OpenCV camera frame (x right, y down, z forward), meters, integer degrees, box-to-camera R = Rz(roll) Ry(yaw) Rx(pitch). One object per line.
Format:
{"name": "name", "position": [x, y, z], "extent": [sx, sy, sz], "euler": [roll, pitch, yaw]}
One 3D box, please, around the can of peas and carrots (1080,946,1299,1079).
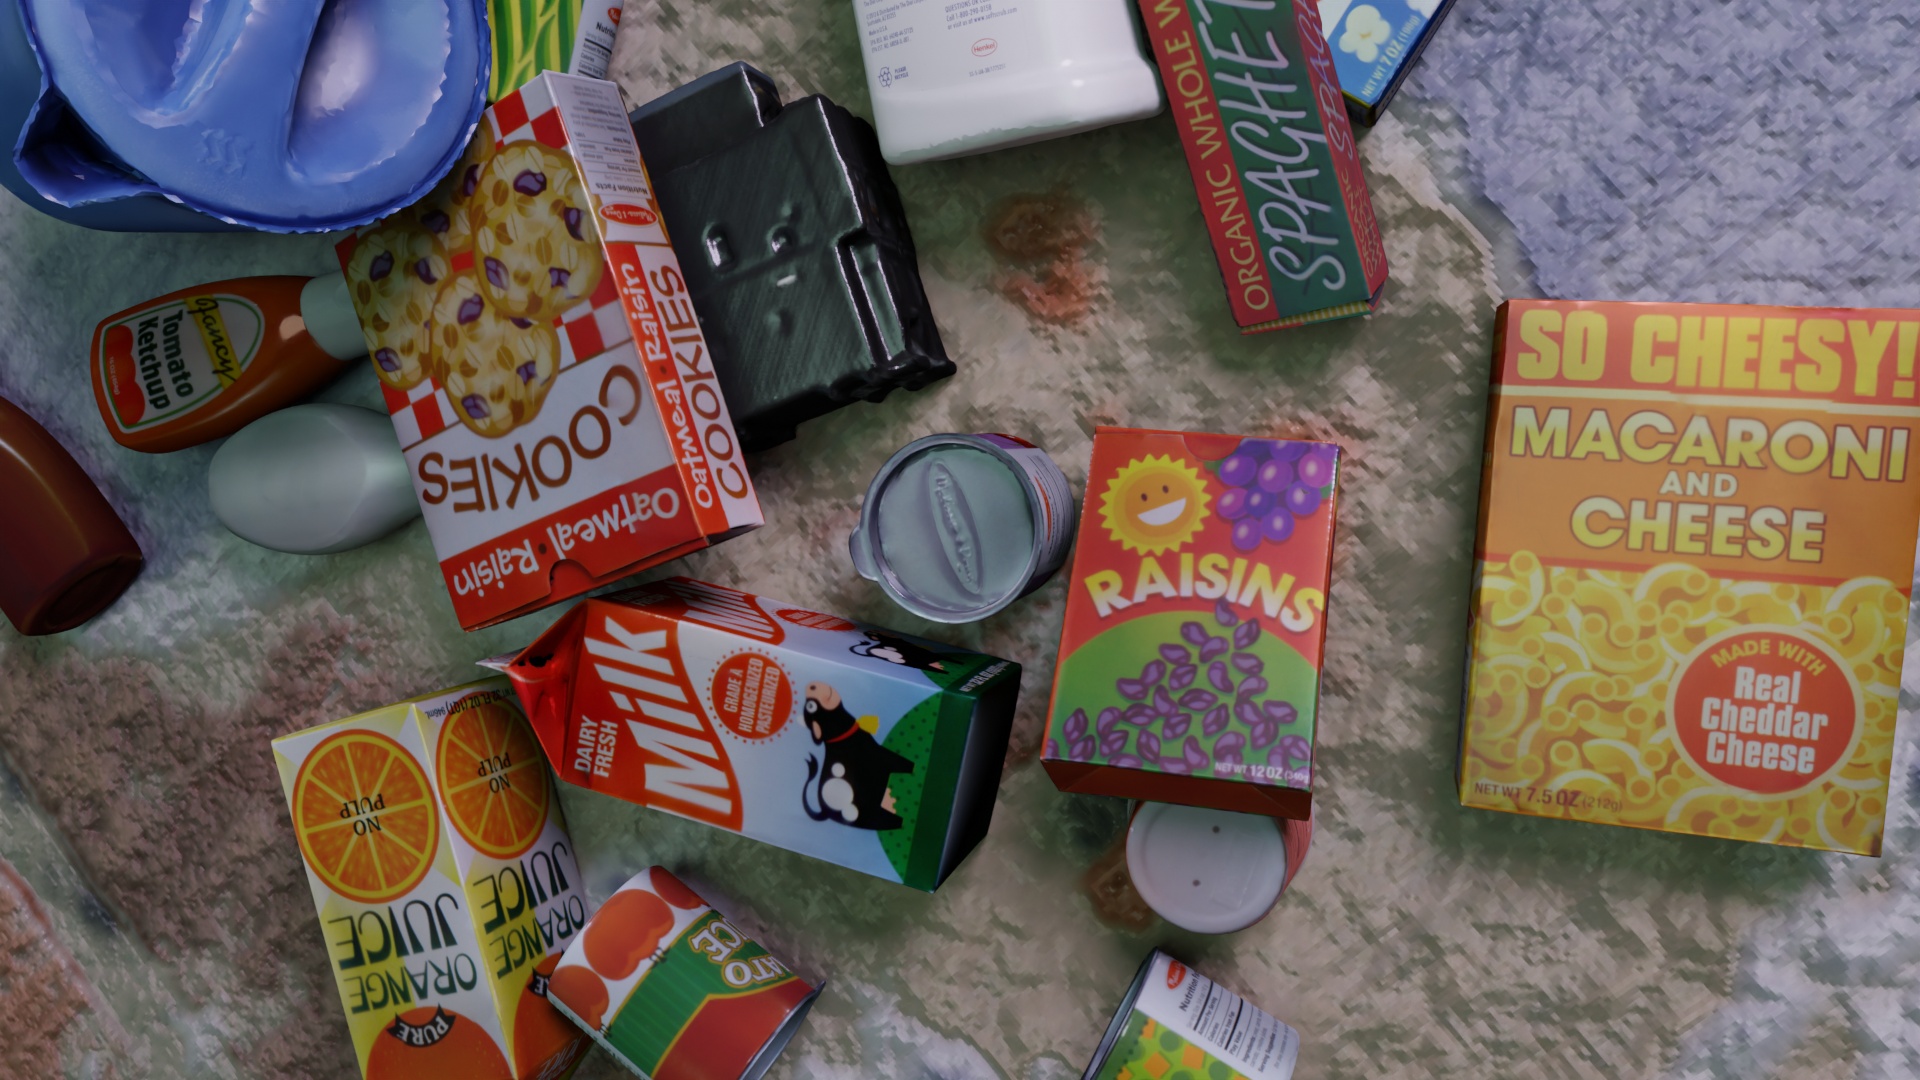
{"name": "can of peas and carrots", "position": [0.078, 0.190, 0.492], "extent": [0.059, 0.071, 0.071], "euler": [28, 101, 12]}

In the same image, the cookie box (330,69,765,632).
{"name": "cookie box", "position": [-0.153, -0.063, 0.500], "extent": [0.122, 0.040, 0.167], "euler": [-19, 89, 29]}

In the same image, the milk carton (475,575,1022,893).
{"name": "milk carton", "position": [-0.081, 0.063, 0.526], "extent": [0.191, 0.072, 0.073], "euler": [13, 98, 15]}

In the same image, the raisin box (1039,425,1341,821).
{"name": "raisin box", "position": [0.079, 0.025, 0.466], "extent": [0.086, 0.040, 0.124], "euler": [4, 64, 17]}

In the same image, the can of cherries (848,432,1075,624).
{"name": "can of cherries", "position": [0.002, -0.006, 0.505], "extent": [0.071, 0.058, 0.071], "euler": [1, 95, 16]}

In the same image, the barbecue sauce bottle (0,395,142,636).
{"name": "barbecue sauce bottle", "position": [-0.442, -0.031, 0.639], "extent": [0.064, 0.044, 0.148], "euler": [-41, 82, 15]}

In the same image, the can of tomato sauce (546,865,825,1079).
{"name": "can of tomato sauce", "position": [-0.107, 0.177, 0.545], "extent": [0.083, 0.071, 0.071], "euler": [35, 102, 12]}

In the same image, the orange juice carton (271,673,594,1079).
{"name": "orange juice carton", "position": [-0.203, 0.158, 0.567], "extent": [0.073, 0.072, 0.192], "euler": [-16, 89, 17]}

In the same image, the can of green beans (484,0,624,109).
{"name": "can of green beans", "position": [-0.169, -0.194, 0.537], "extent": [0.071, 0.071, 0.057], "euler": [18, 99, 14]}

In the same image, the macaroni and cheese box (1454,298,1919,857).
{"name": "macaroni and cheese box", "position": [0.231, 0.008, 0.449], "extent": [0.124, 0.040, 0.166], "euler": [5, 95, 16]}

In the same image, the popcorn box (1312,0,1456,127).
{"name": "popcorn box", "position": [0.136, -0.215, 0.462], "extent": [0.085, 0.038, 0.126], "euler": [34, 102, 11]}

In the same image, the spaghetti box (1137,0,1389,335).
{"name": "spaghetti box", "position": [0.078, -0.187, 0.436], "extent": [0.050, 0.029, 0.249], "euler": [-8, 113, 35]}

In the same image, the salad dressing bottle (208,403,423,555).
{"name": "salad dressing bottle", "position": [-0.238, -0.029, 0.580], "extent": [0.147, 0.044, 0.064], "euler": [-6, 92, 15]}

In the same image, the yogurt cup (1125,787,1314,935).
{"name": "yogurt cup", "position": [0.089, 0.103, 0.489], "extent": [0.072, 0.054, 0.072], "euler": [1, 95, 15]}

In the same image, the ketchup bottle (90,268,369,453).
{"name": "ketchup bottle", "position": [-0.298, -0.084, 0.593], "extent": [0.149, 0.043, 0.065], "euler": [-14, 84, 16]}
